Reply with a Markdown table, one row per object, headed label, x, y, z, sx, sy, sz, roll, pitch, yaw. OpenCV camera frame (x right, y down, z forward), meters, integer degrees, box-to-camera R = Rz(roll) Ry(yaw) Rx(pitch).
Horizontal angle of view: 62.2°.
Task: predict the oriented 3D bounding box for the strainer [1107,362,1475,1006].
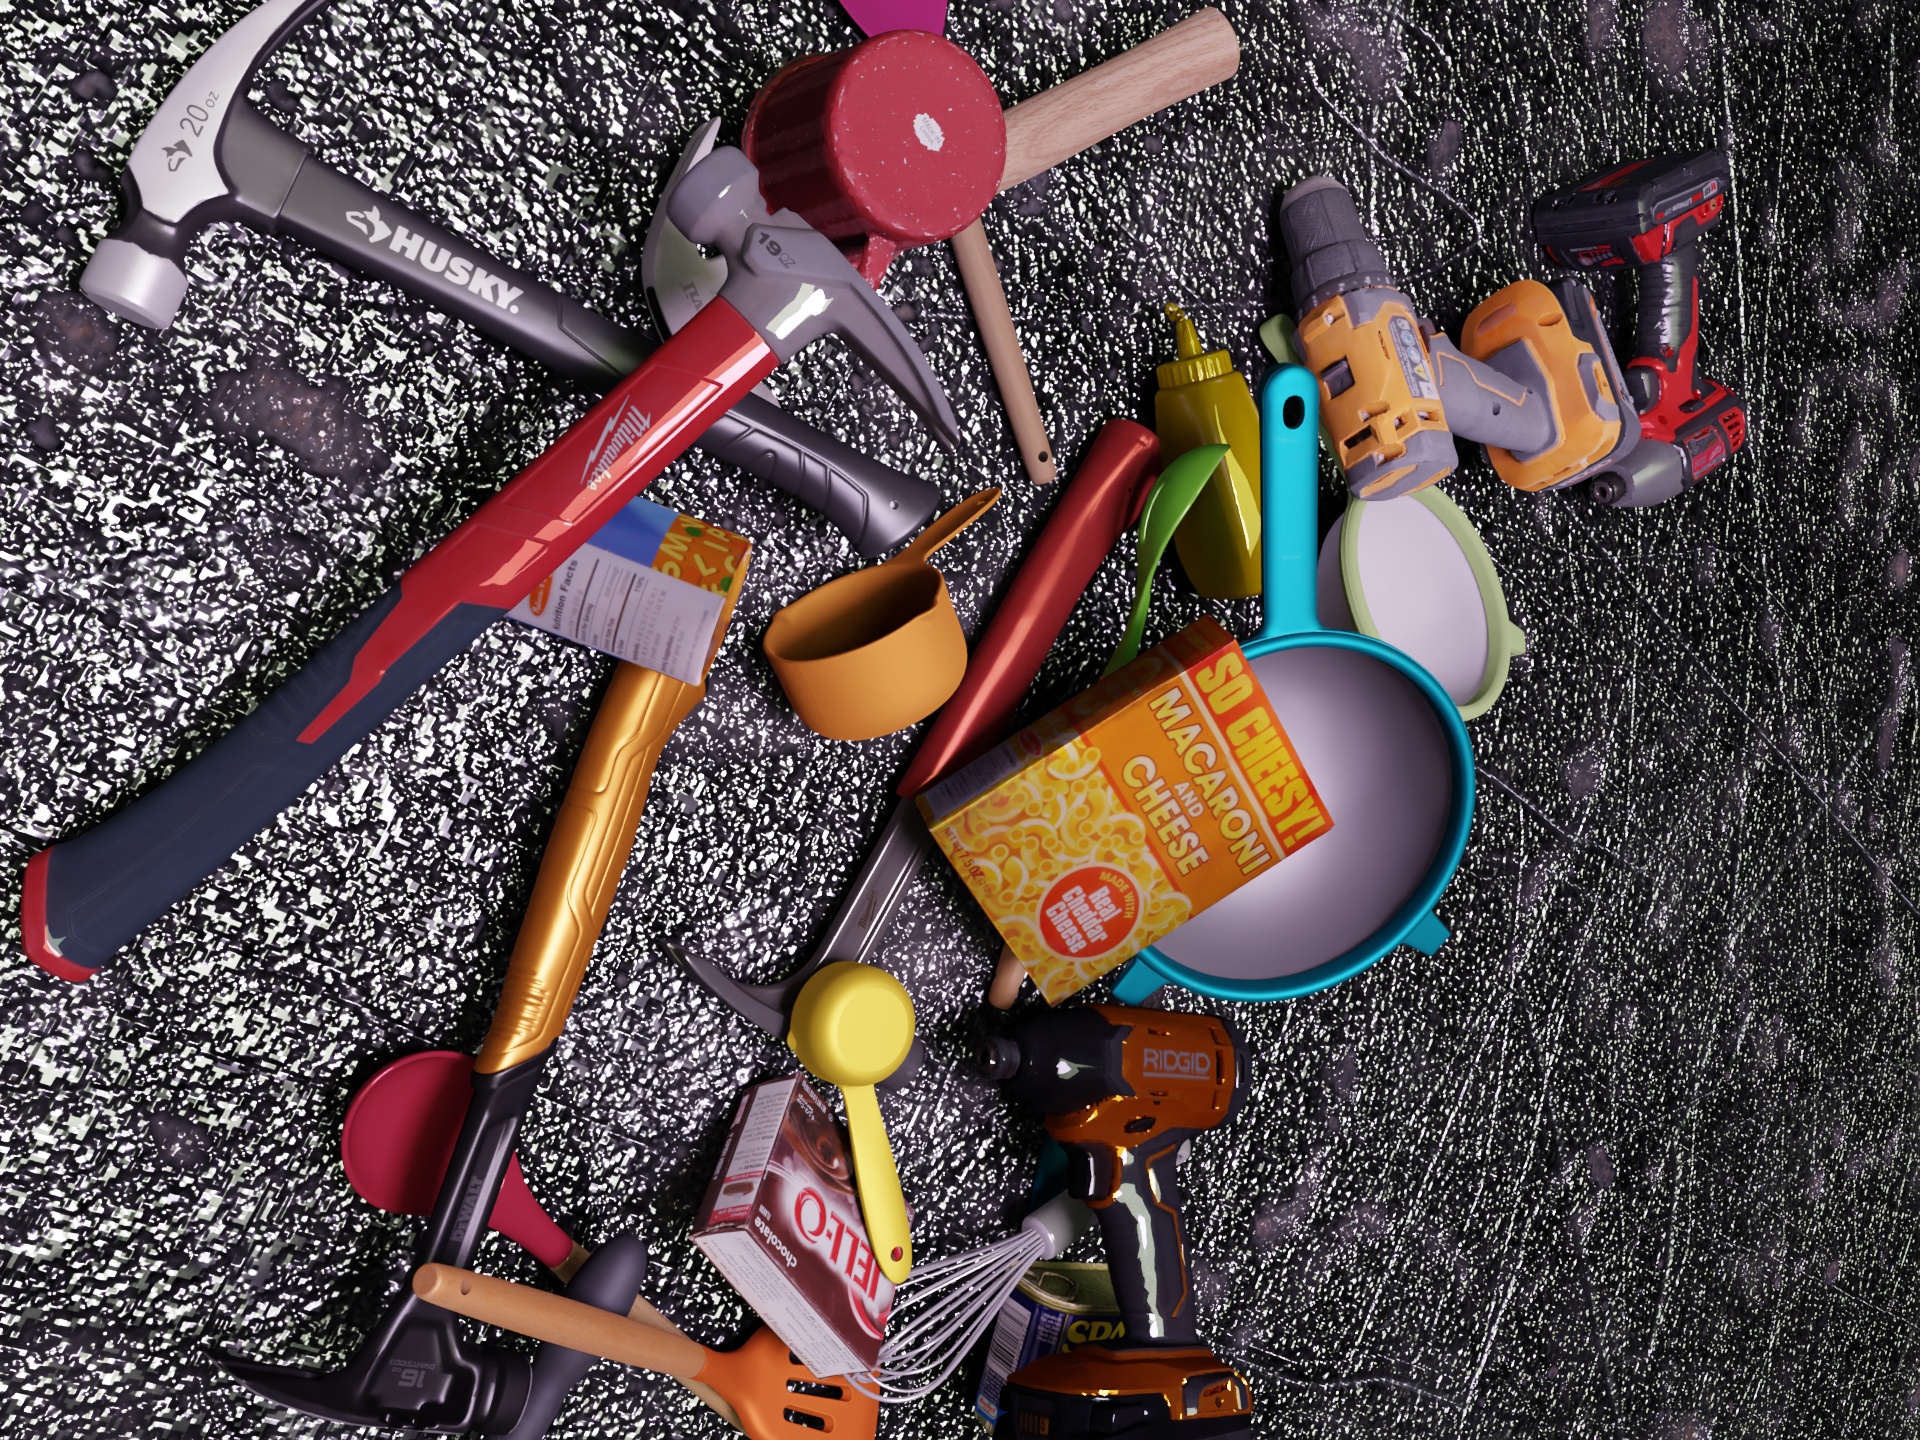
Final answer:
| label | x | y | z | sx | sy | sz | roll | pitch | yaw |
| --- | --- | --- | --- | --- | --- | --- | --- | --- | --- |
| strainer | 0.157 | -0.020 | 0.839 | 0.211 | 0.095 | 0.340 | -8 | 111 | -10 |

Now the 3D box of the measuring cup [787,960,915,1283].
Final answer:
| label | x | y | z | sx | sy | sz | roll | pitch | yaw |
| --- | --- | --- | --- | --- | --- | --- | --- | --- | --- |
| measuring cup | -0.038 | 0.189 | 0.740 | 0.062 | 0.029 | 0.156 | -14 | 94 | -34 |

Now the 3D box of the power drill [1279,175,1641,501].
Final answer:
| label | x | y | z | sx | sy | sz | roll | pitch | yaw |
| --- | --- | --- | --- | --- | --- | --- | --- | --- | --- |
| power drill | 0.281 | -0.219 | 0.922 | 0.226 | 0.084 | 0.185 | -5 | 74 | -36 |

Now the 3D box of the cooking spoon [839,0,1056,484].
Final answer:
| label | x | y | z | sx | sy | sz | roll | pitch | yaw |
| --- | --- | --- | --- | --- | --- | --- | --- | --- | --- |
| cooking spoon | -0.007 | -0.264 | 0.766 | 0.069 | 0.017 | 0.318 | -28 | 111 | -23 |

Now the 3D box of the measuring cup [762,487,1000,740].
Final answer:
| label | x | y | z | sx | sy | sz | roll | pitch | yaw |
| --- | --- | --- | --- | --- | --- | --- | --- | --- | --- |
| measuring cup | -0.019 | -0.052 | 0.757 | 0.174 | 0.095 | 0.052 | -47 | 126 | -42 |

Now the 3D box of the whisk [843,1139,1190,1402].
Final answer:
| label | x | y | z | sx | sy | sz | roll | pitch | yaw |
| --- | --- | --- | --- | --- | --- | --- | --- | --- | --- |
| whisk | 0.036 | 0.276 | 0.833 | 0.246 | 0.059 | 0.057 | -23 | 145 | -36 |

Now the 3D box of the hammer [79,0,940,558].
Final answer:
| label | x | y | z | sx | sy | sz | roll | pitch | yaw |
| --- | --- | --- | --- | --- | --- | --- | --- | --- | --- |
| hammer | -0.151 | -0.157 | 0.643 | 0.334 | 0.035 | 0.146 | 25 | 81 | -26 |

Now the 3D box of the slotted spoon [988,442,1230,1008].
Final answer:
| label | x | y | z | sx | sy | sz | roll | pitch | yaw |
| --- | --- | --- | --- | --- | --- | --- | --- | --- | --- |
| slotted spoon | 0.071 | 0.004 | 0.819 | 0.031 | 0.070 | 0.313 | 20 | 97 | 4 |

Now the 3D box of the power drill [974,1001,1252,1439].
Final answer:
| label | x | y | z | sx | sy | sz | roll | pitch | yaw |
| --- | --- | --- | --- | --- | --- | --- | --- | --- | --- |
| power drill | 0.072 | 0.255 | 0.791 | 0.164 | 0.084 | 0.227 | 14 | 71 | -36 |

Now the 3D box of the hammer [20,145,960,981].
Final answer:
| label | x | y | z | sx | sy | sz | roll | pitch | yaw |
| --- | --- | --- | --- | --- | --- | --- | --- | --- | --- |
| hammer | -0.178 | -0.036 | 0.594 | 0.386 | 0.038 | 0.143 | -44 | 94 | -6 |

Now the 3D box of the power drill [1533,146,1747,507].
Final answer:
| label | x | y | z | sx | sy | sz | roll | pitch | yaw |
| --- | --- | --- | --- | --- | --- | --- | --- | --- | --- |
| power drill | 0.456 | -0.253 | 1.060 | 0.143 | 0.079 | 0.219 | -30 | 115 | -28 |

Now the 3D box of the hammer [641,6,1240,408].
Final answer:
| label | x | y | z | sx | sy | sz | roll | pitch | yaw |
| --- | --- | --- | --- | --- | --- | --- | --- | --- | --- |
| hammer | 0.000 | -0.258 | 0.742 | 0.331 | 0.031 | 0.130 | -34 | 113 | -19 |

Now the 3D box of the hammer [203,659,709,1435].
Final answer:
| label | x | y | z | sx | sy | sz | roll | pitch | yaw |
| --- | --- | --- | --- | --- | --- | --- | --- | --- | --- |
| hammer | -0.181 | 0.113 | 0.653 | 0.127 | 0.034 | 0.337 | 31 | 70 | -42 |

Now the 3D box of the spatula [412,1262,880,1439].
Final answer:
| label | x | y | z | sx | sy | sz | roll | pitch | yaw |
| --- | --- | --- | --- | --- | --- | --- | --- | --- | --- |
| spatula | -0.120 | 0.271 | 0.685 | 0.322 | 0.041 | 0.081 | 52 | 36 | -53 |

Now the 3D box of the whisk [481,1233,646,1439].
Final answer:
| label | x | y | z | sx | sy | sz | roll | pitch | yaw |
| --- | --- | --- | --- | --- | --- | --- | --- | --- | --- |
| whisk | -0.213 | 0.344 | 0.663 | 0.070 | 0.070 | 0.285 | 38 | 77 | -32 |

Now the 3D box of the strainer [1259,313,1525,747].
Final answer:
| label | x | y | z | sx | sy | sz | roll | pitch | yaw |
| --- | --- | --- | --- | --- | --- | --- | --- | --- | --- |
| strainer | 0.225 | -0.110 | 0.928 | 0.151 | 0.069 | 0.256 | -34 | 96 | -42 |

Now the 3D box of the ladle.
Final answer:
| label | x | y | z | sx | sy | sz | roll | pitch | yaw |
| --- | --- | --- | --- | --- | --- | --- | --- | --- | --- |
| ladle | -0.163 | 0.254 | 0.717 | 0.069 | 0.031 | 0.315 | -47 | 121 | -20 |

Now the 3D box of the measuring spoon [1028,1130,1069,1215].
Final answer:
| label | x | y | z | sx | sy | sz | roll | pitch | yaw |
| --- | --- | --- | --- | --- | --- | --- | --- | --- | --- |
| measuring spoon | 0.061 | 0.228 | 0.873 | 0.042 | 0.021 | 0.128 | 14 | 88 | -36 |

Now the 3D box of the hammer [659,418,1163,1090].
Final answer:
| label | x | y | z | sx | sy | sz | roll | pitch | yaw |
| --- | --- | --- | --- | --- | --- | --- | --- | --- | --- |
| hammer | -0.001 | -0.003 | 0.792 | 0.149 | 0.037 | 0.359 | 37 | 75 | -32 |
